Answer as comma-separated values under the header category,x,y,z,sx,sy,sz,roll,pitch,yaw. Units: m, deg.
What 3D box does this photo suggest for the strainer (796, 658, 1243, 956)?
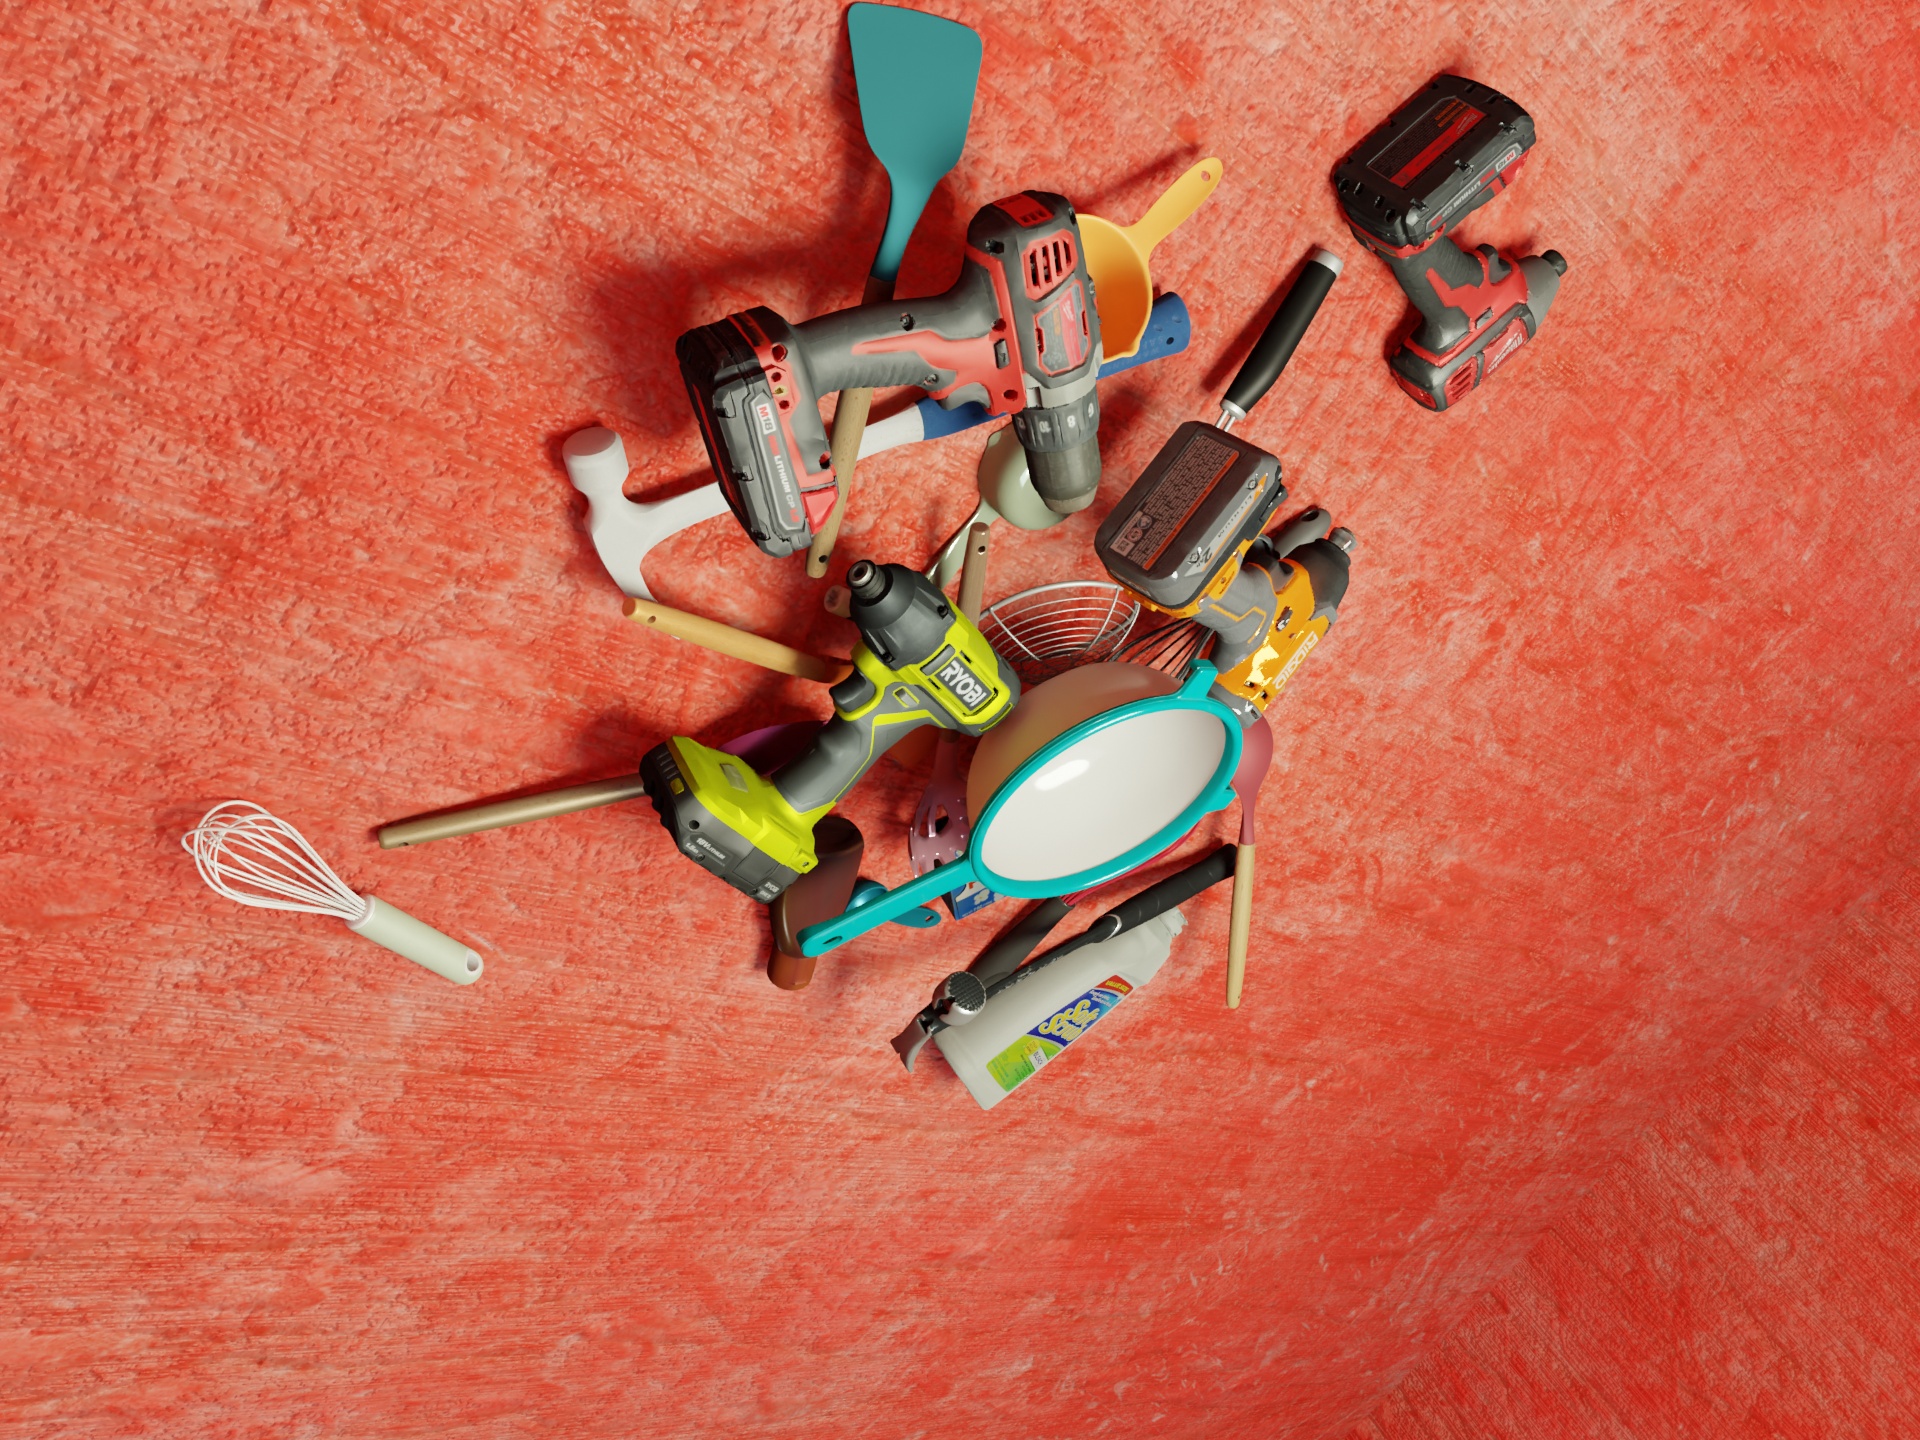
category,x,y,z,sx,sy,sz,roll,pitch,yaw
strainer,0.028,0.055,1.120,0.340,0.095,0.210,-26,147,-2

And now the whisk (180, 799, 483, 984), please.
category,x,y,z,sx,sy,sz,roll,pitch,yaw
whisk,-0.383,0.117,0.997,0.059,0.058,0.246,-11,148,21

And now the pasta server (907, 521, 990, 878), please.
category,x,y,z,sx,sy,sz,roll,pitch,yaw
pasta server,-0.002,-0.004,1.122,0.060,0.040,0.316,-13,136,-22

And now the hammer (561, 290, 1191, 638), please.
category,x,y,z,sx,sy,sz,roll,pitch,yaw
hammer,-0.036,-0.176,0.984,0.405,0.035,0.143,-24,137,-16

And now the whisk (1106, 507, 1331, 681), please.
category,x,y,z,sx,sy,sz,roll,pitch,yaw
whisk,0.197,-0.084,1.232,0.239,0.055,0.055,-41,139,-4

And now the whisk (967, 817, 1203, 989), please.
category,x,y,z,sx,sy,sz,roll,pitch,yaw
whisk,0.102,0.138,1.357,0.073,0.073,0.295,22,119,-45

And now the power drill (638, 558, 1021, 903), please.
category,x,y,z,sx,sy,sz,roll,pitch,yaw
power drill,-0.085,0.002,1.008,0.223,0.080,0.171,-40,142,5

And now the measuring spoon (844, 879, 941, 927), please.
category,x,y,z,sx,sy,sz,roll,pitch,yaw
measuring spoon,-0.056,0.149,1.285,0.042,0.021,0.128,-48,147,12

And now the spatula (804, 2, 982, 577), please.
category,x,y,z,sx,sy,sz,roll,pitch,yaw
spatula,-0.053,-0.228,0.897,0.082,0.044,0.317,-2,123,-32

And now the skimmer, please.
category,x,y,z,sx,sy,sz,roll,pitch,yaw
skimmer,0.134,-0.176,1.111,0.363,0.090,0.127,-58,148,6

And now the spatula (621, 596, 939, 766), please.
category,x,y,z,sx,sy,sz,roll,pitch,yaw
spatula,-0.102,-0.032,1.038,0.081,0.041,0.322,-50,150,13

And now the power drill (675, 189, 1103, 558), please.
category,x,y,z,sx,sy,sz,roll,pitch,yaw
power drill,-0.023,-0.169,0.877,0.226,0.080,0.187,-24,130,-12

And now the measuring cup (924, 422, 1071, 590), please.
category,x,y,z,sx,sy,sz,roll,pitch,yaw
measuring cup,0.025,-0.129,1.067,0.167,0.038,0.083,-51,138,10

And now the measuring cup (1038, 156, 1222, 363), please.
category,x,y,z,sx,sy,sz,roll,pitch,yaw
measuring cup,0.092,-0.282,0.965,0.173,0.052,0.095,-46,108,-18

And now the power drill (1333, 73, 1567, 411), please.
category,x,y,z,sx,sy,sz,roll,pitch,yaw
power drill,0.349,-0.325,1.100,0.143,0.079,0.219,-41,142,3

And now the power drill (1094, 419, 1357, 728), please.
category,x,y,z,sx,sy,sz,roll,pitch,yaw
power drill,0.195,-0.106,1.087,0.164,0.084,0.226,-51,143,-3

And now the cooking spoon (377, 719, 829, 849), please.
category,x,y,z,sx,sy,sz,roll,pitch,yaw
cooking spoon,-0.217,0.044,1.046,0.319,0.017,0.068,-12,152,-20

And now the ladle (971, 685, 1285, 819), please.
category,x,y,z,sx,sy,sz,roll,pitch,yaw
ladle,0.144,0.012,1.271,0.320,0.062,0.078,-17,102,-28

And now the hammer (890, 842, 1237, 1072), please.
category,x,y,z,sx,sy,sz,roll,pitch,yaw
hammer,0.106,0.187,1.346,0.409,0.036,0.149,-21,161,-40

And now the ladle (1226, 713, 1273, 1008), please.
category,x,y,z,sx,sy,sz,roll,pitch,yaw
ladle,0.251,0.129,1.415,0.069,0.031,0.315,-34,132,-44
